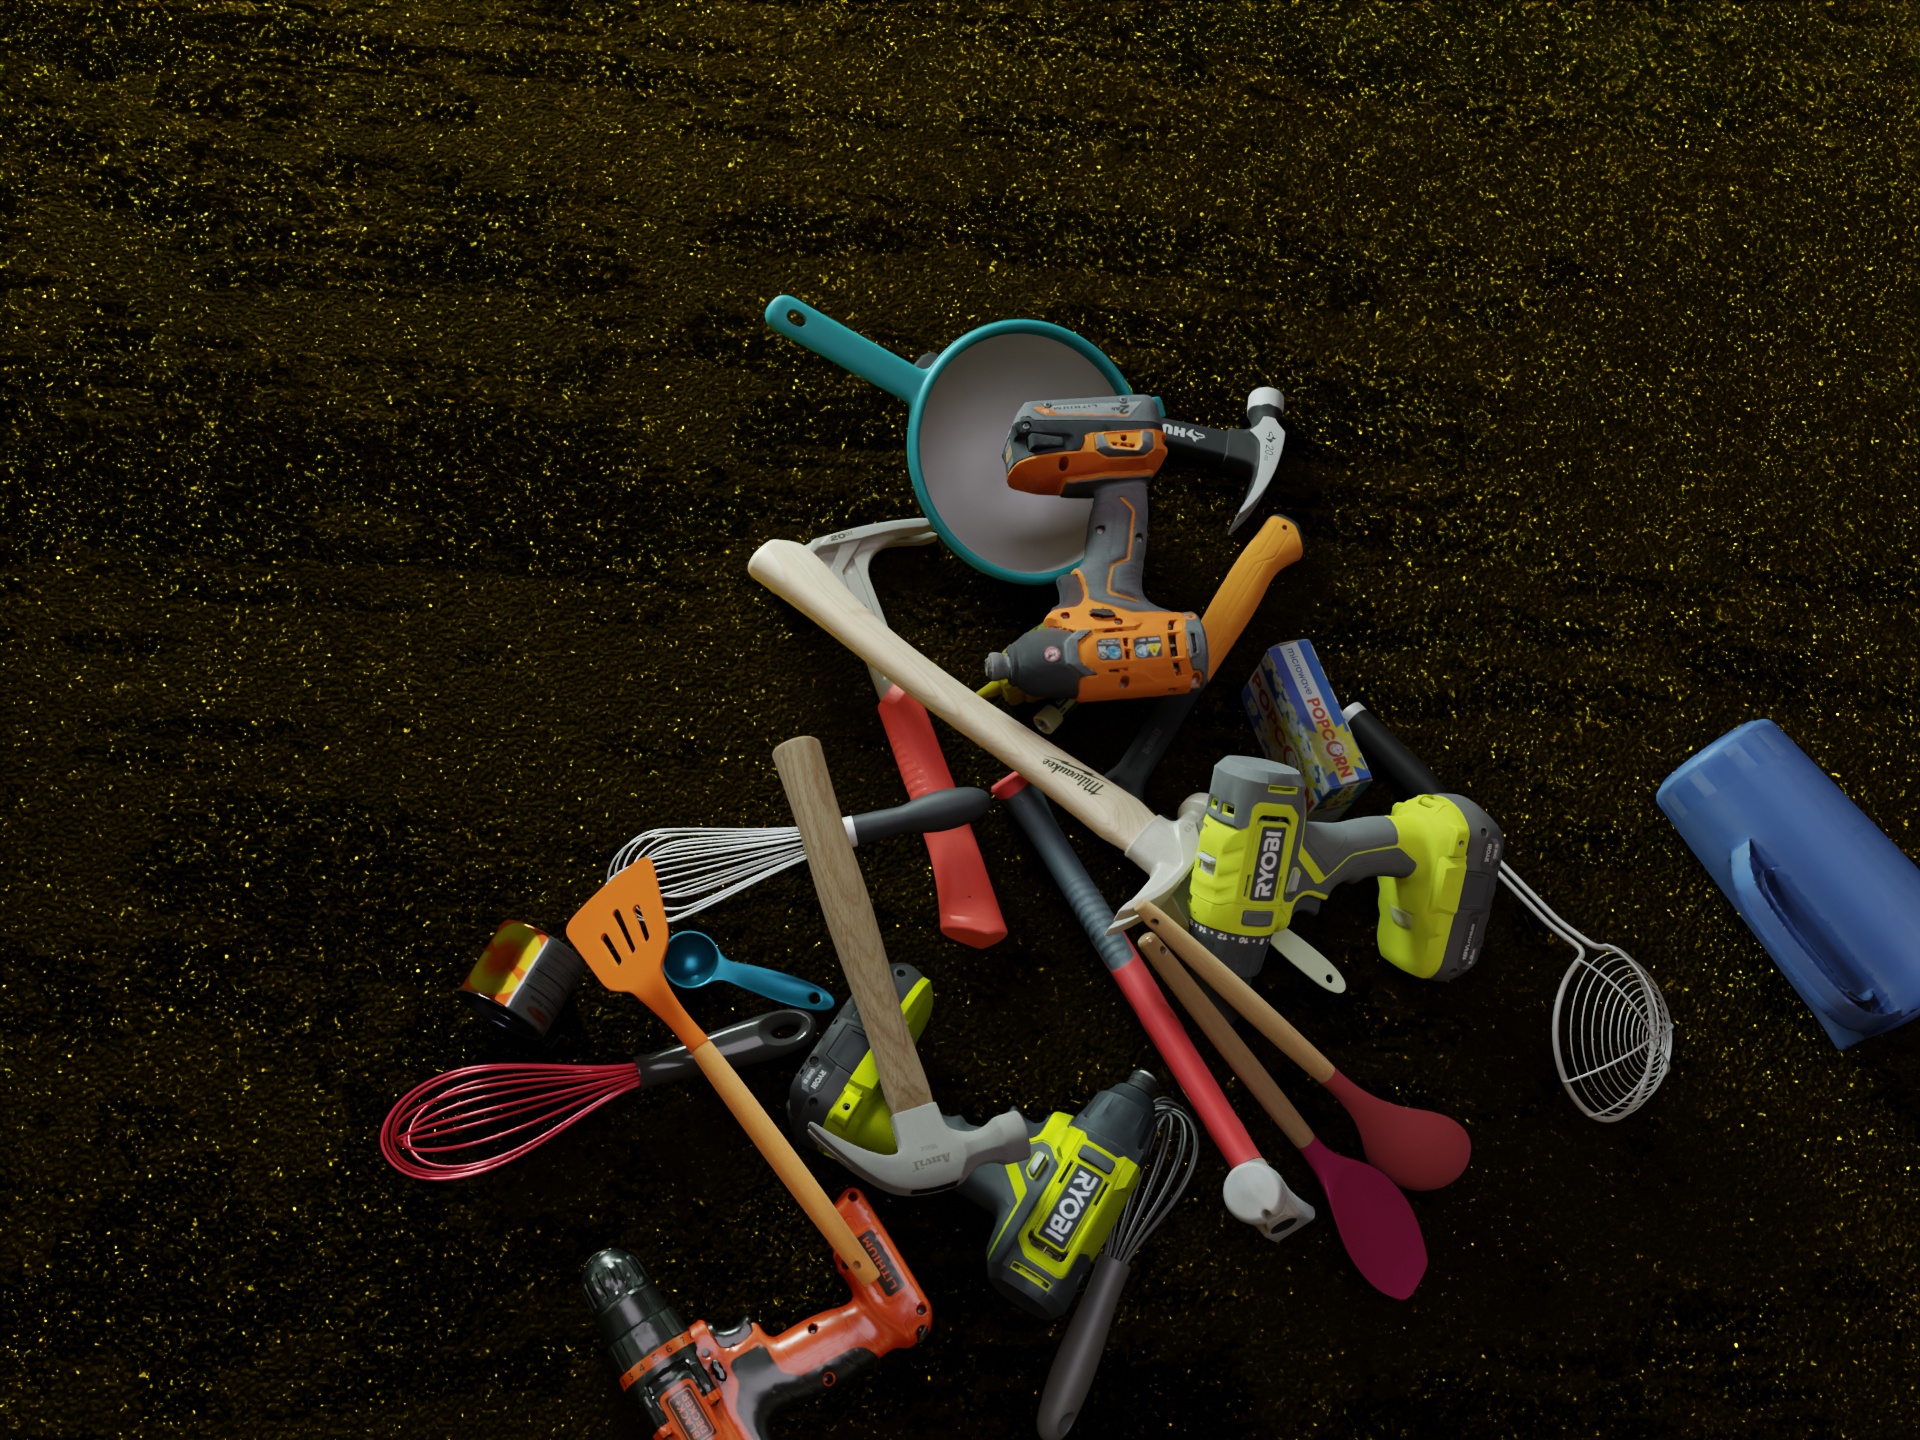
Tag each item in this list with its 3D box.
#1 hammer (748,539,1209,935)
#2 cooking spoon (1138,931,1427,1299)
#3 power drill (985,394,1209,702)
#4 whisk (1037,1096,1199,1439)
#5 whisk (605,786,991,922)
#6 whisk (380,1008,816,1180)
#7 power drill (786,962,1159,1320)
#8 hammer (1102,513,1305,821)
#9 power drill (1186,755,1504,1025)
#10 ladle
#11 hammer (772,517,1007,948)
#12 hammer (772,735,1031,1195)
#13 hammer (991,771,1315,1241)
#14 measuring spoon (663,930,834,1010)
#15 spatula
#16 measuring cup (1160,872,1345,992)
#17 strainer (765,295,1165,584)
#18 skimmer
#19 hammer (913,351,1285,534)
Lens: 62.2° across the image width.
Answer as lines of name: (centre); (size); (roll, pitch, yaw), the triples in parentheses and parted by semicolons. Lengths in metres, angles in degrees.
hammer: (-0.002, -0.004, 1.180); (0.411, 0.038, 0.146); (36, 46, 15)
cooking spoon: (0.221, 0.269, 1.090); (0.319, 0.017, 0.069); (52, 56, -8)
power drill: (0.090, -0.124, 1.198); (0.164, 0.084, 0.227); (-5, 77, -8)
whisk: (0.104, 0.367, 1.071); (0.055, 0.055, 0.239); (25, 68, 4)
whisk: (-0.116, 0.089, 1.149); (0.284, 0.070, 0.070); (-13, 66, -8)
whisk: (-0.237, 0.243, 1.074); (0.295, 0.073, 0.073); (-12, 66, -21)
power drill: (0.012, 0.267, 1.068); (0.223, 0.080, 0.171); (28, 63, 15)
hammer: (0.186, -0.049, 1.294); (0.127, 0.034, 0.337); (32, 63, 7)
power drill: (0.266, 0.129, 1.147); (0.228, 0.080, 0.190); (5, 100, -24)
ladle: (0.236, 0.227, 1.099); (0.315, 0.069, 0.031); (42, 20, -10)
hammer: (-0.031, 0.004, 1.233); (0.149, 0.036, 0.359); (-15, 66, -15)
hammer: (-0.069, 0.155, 1.065); (0.130, 0.031, 0.332); (-14, 61, -14)
hammer: (0.130, 0.192, 1.143); (0.038, 0.143, 0.387); (-34, 59, 6)
measuring spoon: (-0.153, 0.187, 1.138); (0.128, 0.021, 0.042); (19, 61, -9)
spatula: (-0.153, 0.234, 1.048); (0.081, 0.041, 0.323); (-41, 76, 6)
measuring cup: (0.218, 0.156, 1.202); (0.167, 0.038, 0.083); (38, 62, -7)
strainer: (-0.013, -0.240, 1.283); (0.340, 0.095, 0.211); (26, 81, -19)
skimmer: (0.407, 0.139, 1.234); (0.127, 0.090, 0.364); (-16, 55, -35)
hammer: (0.116, -0.260, 1.388); (0.334, 0.035, 0.146); (13, 62, -2)
